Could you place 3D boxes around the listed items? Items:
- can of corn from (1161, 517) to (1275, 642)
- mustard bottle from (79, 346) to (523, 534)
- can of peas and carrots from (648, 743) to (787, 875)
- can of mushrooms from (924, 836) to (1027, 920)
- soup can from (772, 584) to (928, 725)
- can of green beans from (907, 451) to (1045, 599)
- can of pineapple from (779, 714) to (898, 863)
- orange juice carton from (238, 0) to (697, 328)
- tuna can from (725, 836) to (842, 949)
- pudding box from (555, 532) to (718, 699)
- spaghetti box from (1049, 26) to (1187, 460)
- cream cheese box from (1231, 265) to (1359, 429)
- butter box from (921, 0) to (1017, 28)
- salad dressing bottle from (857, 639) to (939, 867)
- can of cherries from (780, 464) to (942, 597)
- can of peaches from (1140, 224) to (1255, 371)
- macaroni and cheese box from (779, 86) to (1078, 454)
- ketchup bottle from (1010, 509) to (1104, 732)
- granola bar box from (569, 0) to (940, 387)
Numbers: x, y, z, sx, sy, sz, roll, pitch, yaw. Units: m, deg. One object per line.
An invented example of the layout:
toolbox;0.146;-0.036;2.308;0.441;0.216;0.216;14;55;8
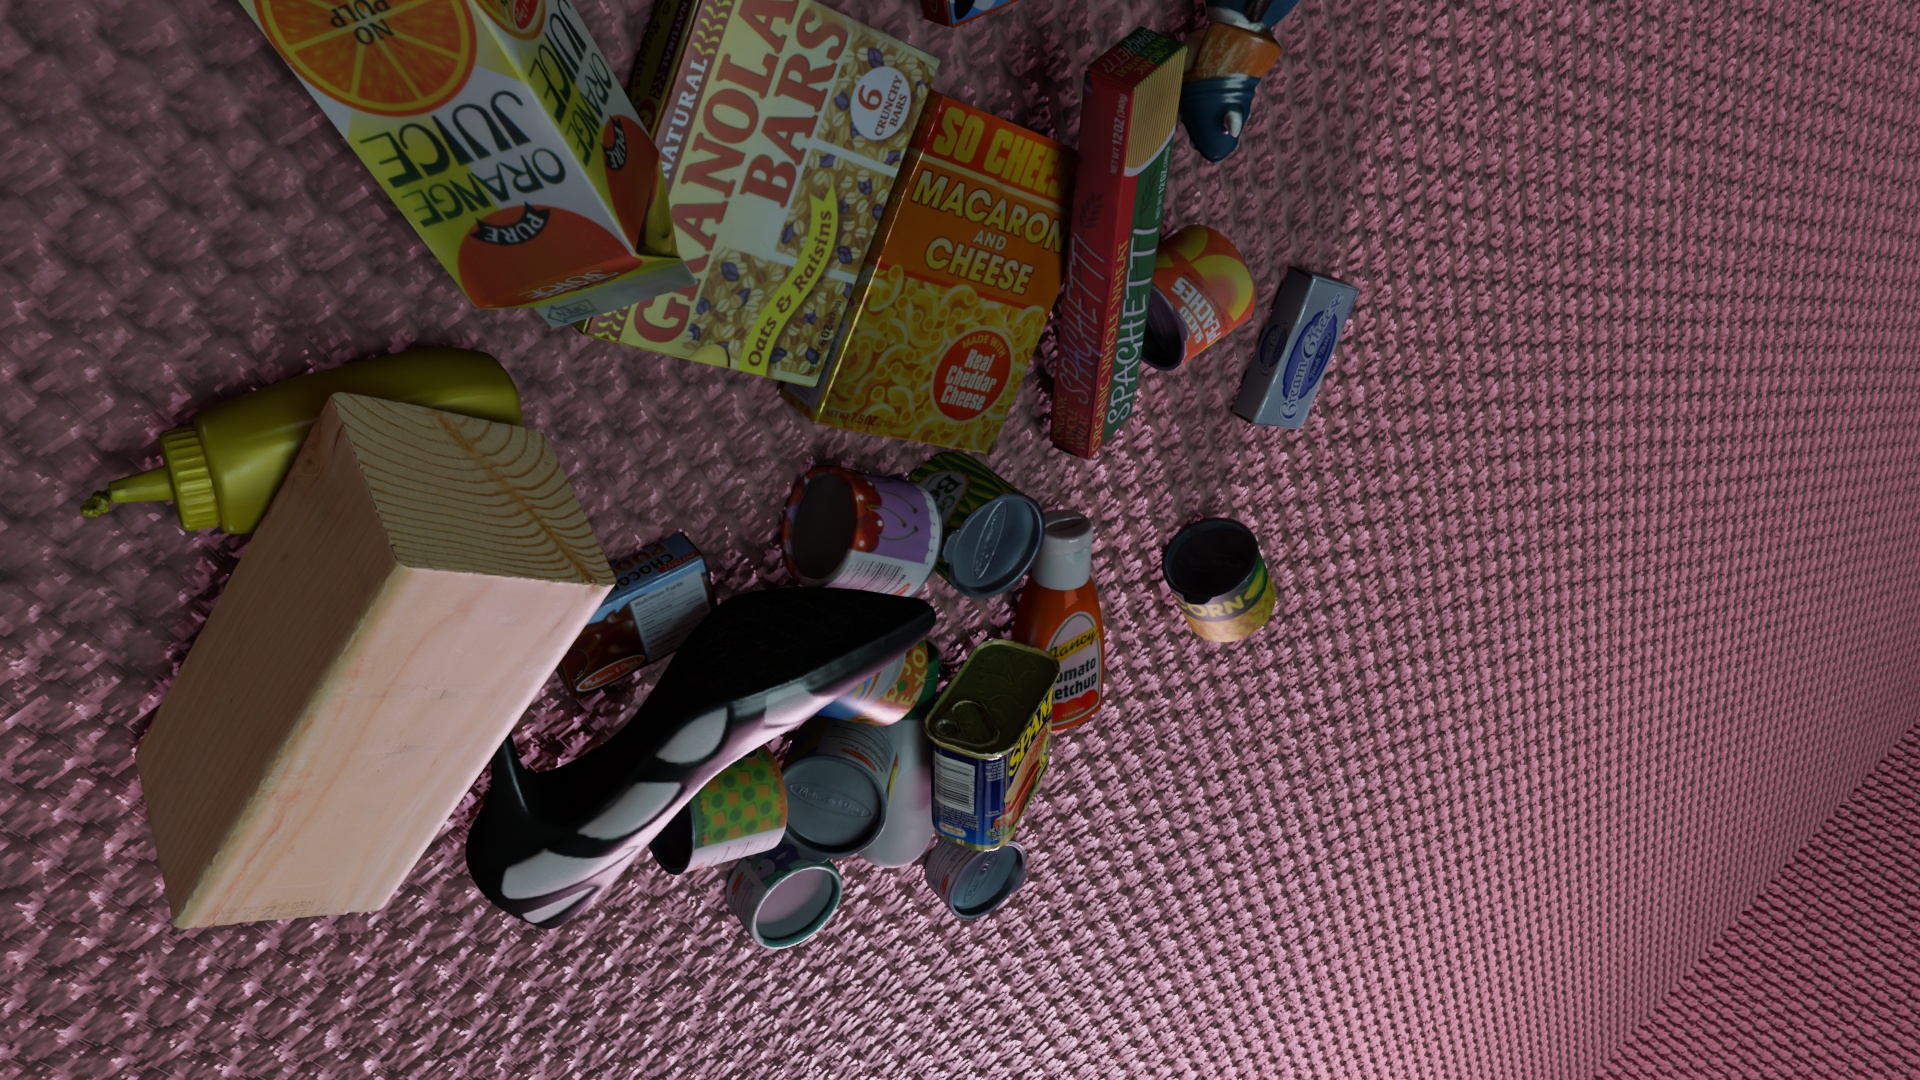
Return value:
can of corn;0.176;0.030;0.946;0.071;0.071;0.058;-43;137;-9
mustard bottle;-0.258;-0.035;0.550;0.161;0.049;0.065;-16;134;-32
can of peas and carrots;-0.136;0.141;0.759;0.059;0.071;0.070;-7;121;-38
can of mushrooms;0.012;0.226;0.962;0.071;0.033;0.070;-21;128;-29
soup can;-0.067;0.064;0.762;0.084;0.071;0.071;19;104;-46
can of green beans;0.004;-0.009;0.783;0.071;0.058;0.071;-21;129;-29
can of pineapple;-0.072;0.139;0.797;0.071;0.058;0.070;2;110;4
orange juice carton;-0.171;-0.157;0.508;0.072;0.073;0.192;-14;136;14
tuna can;-0.106;0.215;0.855;0.071;0.033;0.070;-21;129;-28
pudding box;-0.165;0.037;0.690;0.084;0.030;0.049;-27;133;-24
spaghetti box;0.079;-0.144;0.732;0.050;0.029;0.248;-45;154;-32
cream cheese box;0.221;-0.125;0.916;0.053;0.024;0.103;2;115;-41
butter box;0.026;-0.283;0.648;0.104;0.024;0.052;-30;132;-22
salad dressing bottle;-0.038;0.130;0.850;0.064;0.044;0.147;-12;122;-34
can of cherries;-0.054;-0.006;0.734;0.058;0.071;0.071;10;110;-43
can of peaches;0.127;-0.139;0.794;0.058;0.071;0.071;-35;134;-19
macaroni and cheese box;-0.007;-0.133;0.705;0.124;0.040;0.166;7;112;-44
ketchup bottle;0.062;0.051;0.883;0.065;0.044;0.148;-17;126;-24
granola bar box;-0.093;-0.159;0.617;0.124;0.039;0.165;9;111;-43
